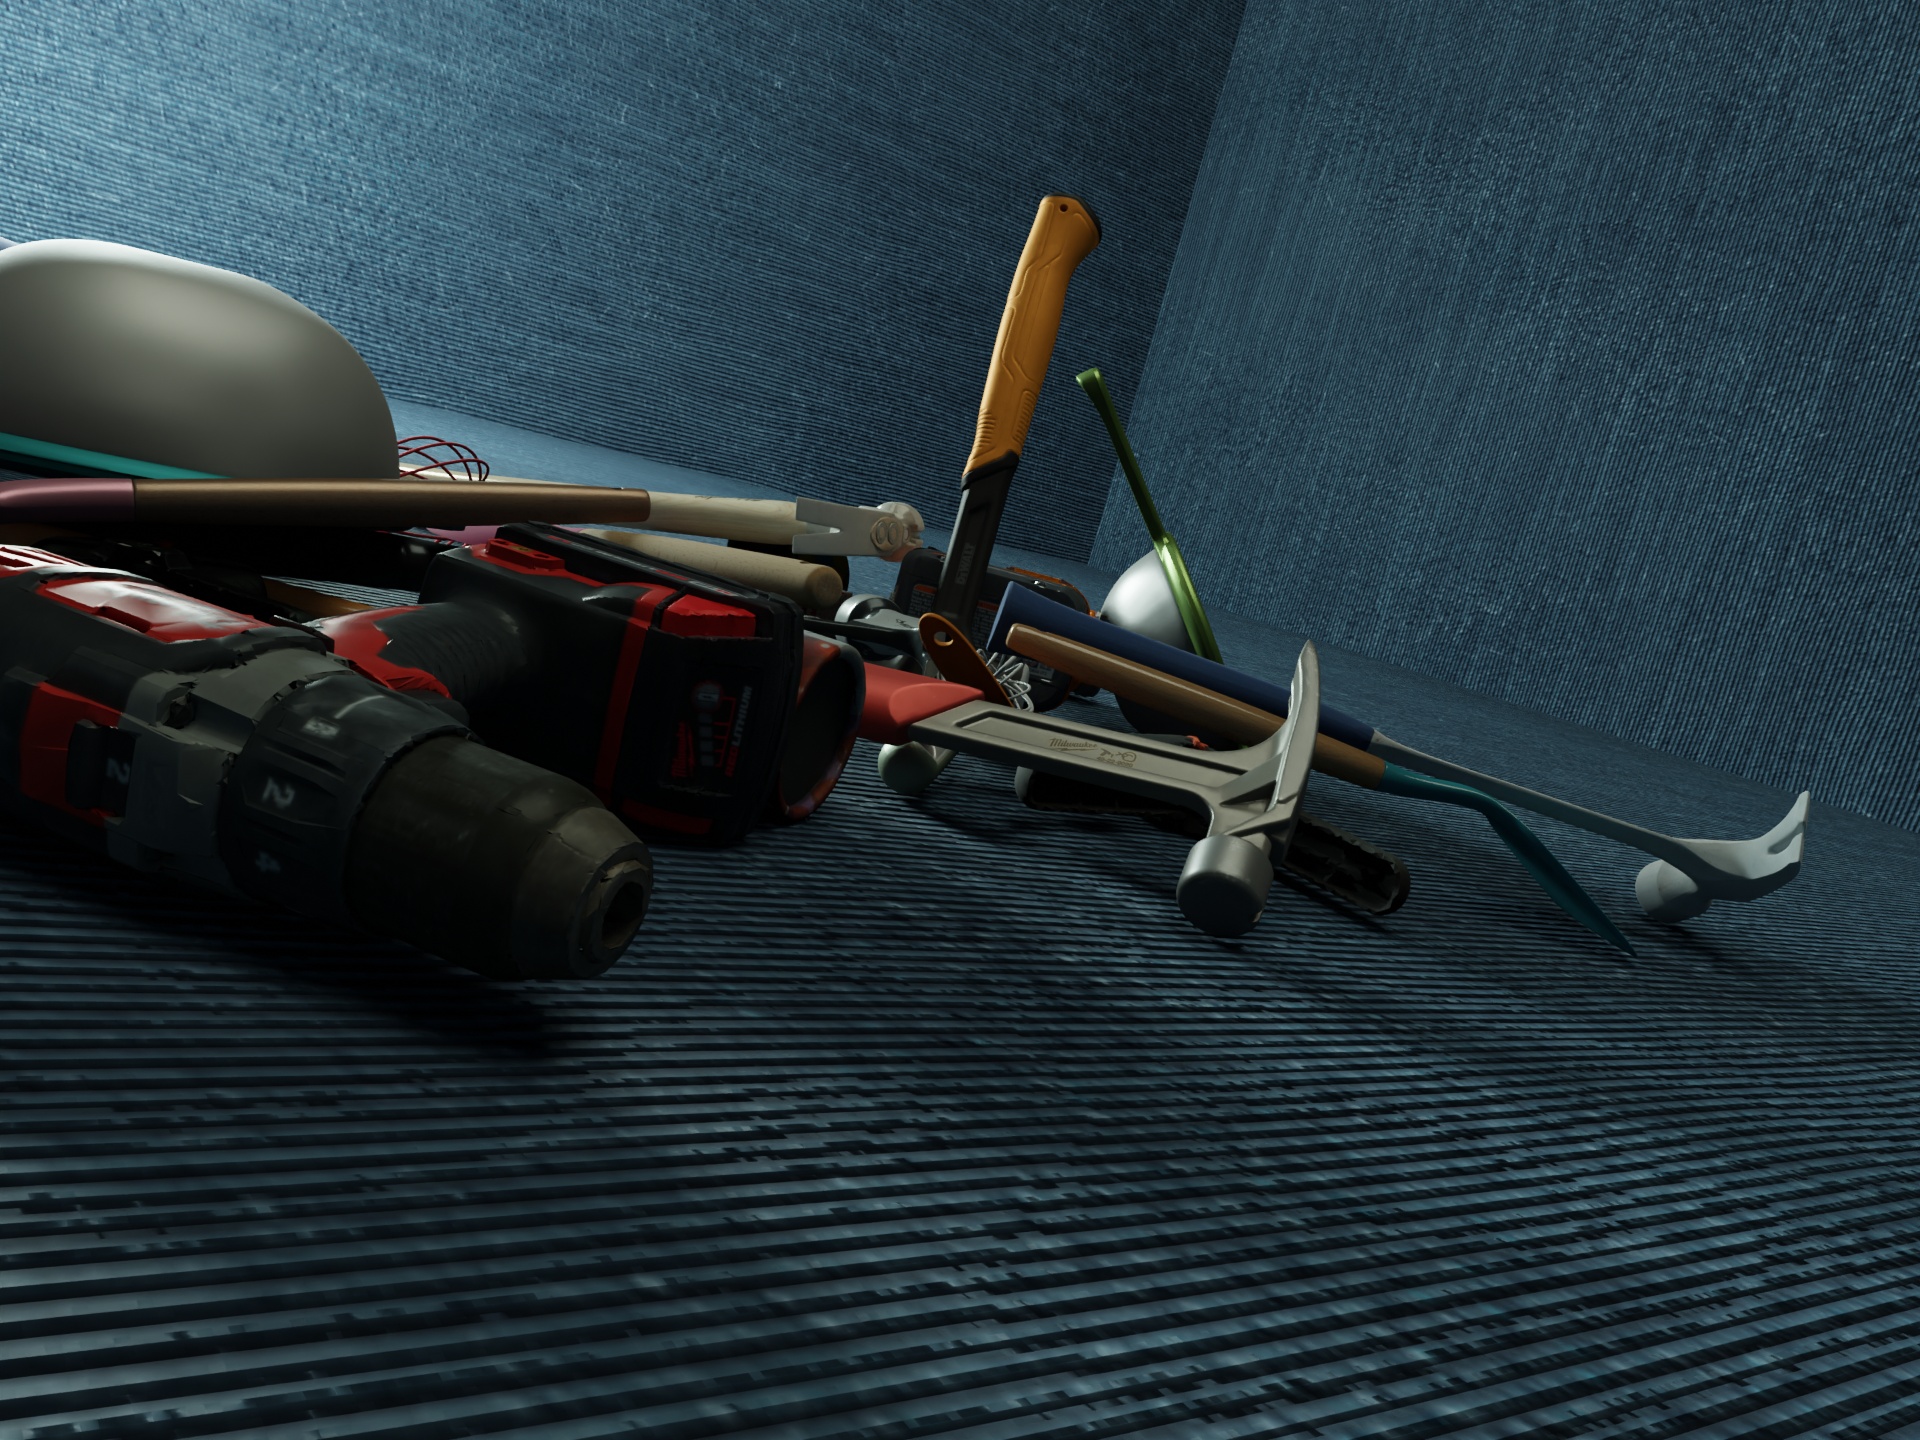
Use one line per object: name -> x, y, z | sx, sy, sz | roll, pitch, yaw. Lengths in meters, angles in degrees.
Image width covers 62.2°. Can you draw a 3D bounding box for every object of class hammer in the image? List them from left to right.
hammer -> -0.197, -0.062, 0.740 | 0.408, 0.036, 0.149 | 7, 6, -23
hammer -> -0.237, -0.140, 1.032 | 0.411, 0.038, 0.146 | 8, 8, 22
hammer -> -0.040, -0.015, 0.640 | 0.359, 0.036, 0.149 | 13, 41, 14
hammer -> 0.016, -0.169, 0.944 | 0.127, 0.337, 0.034 | 14, -17, 7
hammer -> 0.211, 0.012, 0.782 | 0.405, 0.035, 0.144 | 19, -18, -2

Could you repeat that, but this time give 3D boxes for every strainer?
strainer -> -0.372, -0.149, 0.614 | 0.211, 0.095, 0.340 | 18, 7, 42
strainer -> 0.102, -0.080, 0.951 | 0.069, 0.256, 0.151 | -22, 16, 8

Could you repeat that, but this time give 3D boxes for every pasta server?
pasta server -> -0.263, -0.085, 0.564 | 0.316, 0.040, 0.060 | -4, 21, -29

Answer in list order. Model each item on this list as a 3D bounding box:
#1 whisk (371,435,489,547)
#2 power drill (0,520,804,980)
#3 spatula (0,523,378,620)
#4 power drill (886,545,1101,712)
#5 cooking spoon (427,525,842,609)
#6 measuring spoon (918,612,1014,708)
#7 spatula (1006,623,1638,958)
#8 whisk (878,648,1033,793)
whisk -> -0.340, -0.115, 0.851 | 0.073, 0.073, 0.296 | 17, 15, 13
power drill -> -0.123, 0.002, 0.420 | 0.188, 0.080, 0.226 | 18, 12, 18
spatula -> -0.374, -0.081, 0.619 | 0.322, 0.041, 0.081 | 14, 8, -15
power drill -> 0.015, -0.062, 1.051 | 0.164, 0.084, 0.226 | 16, 5, 8
cooking spoon -> -0.137, -0.068, 0.633 | 0.068, 0.017, 0.319 | 3, 8, -38
measuring spoon -> 0.015, -0.008, 0.703 | 0.021, 0.011, 0.116 | -16, -50, 28
spatula -> 0.166, 0.027, 0.738 | 0.317, 0.044, 0.082 | 21, 7, -3
whisk -> -0.001, -0.002, 0.757 | 0.058, 0.059, 0.246 | 42, 15, 1
